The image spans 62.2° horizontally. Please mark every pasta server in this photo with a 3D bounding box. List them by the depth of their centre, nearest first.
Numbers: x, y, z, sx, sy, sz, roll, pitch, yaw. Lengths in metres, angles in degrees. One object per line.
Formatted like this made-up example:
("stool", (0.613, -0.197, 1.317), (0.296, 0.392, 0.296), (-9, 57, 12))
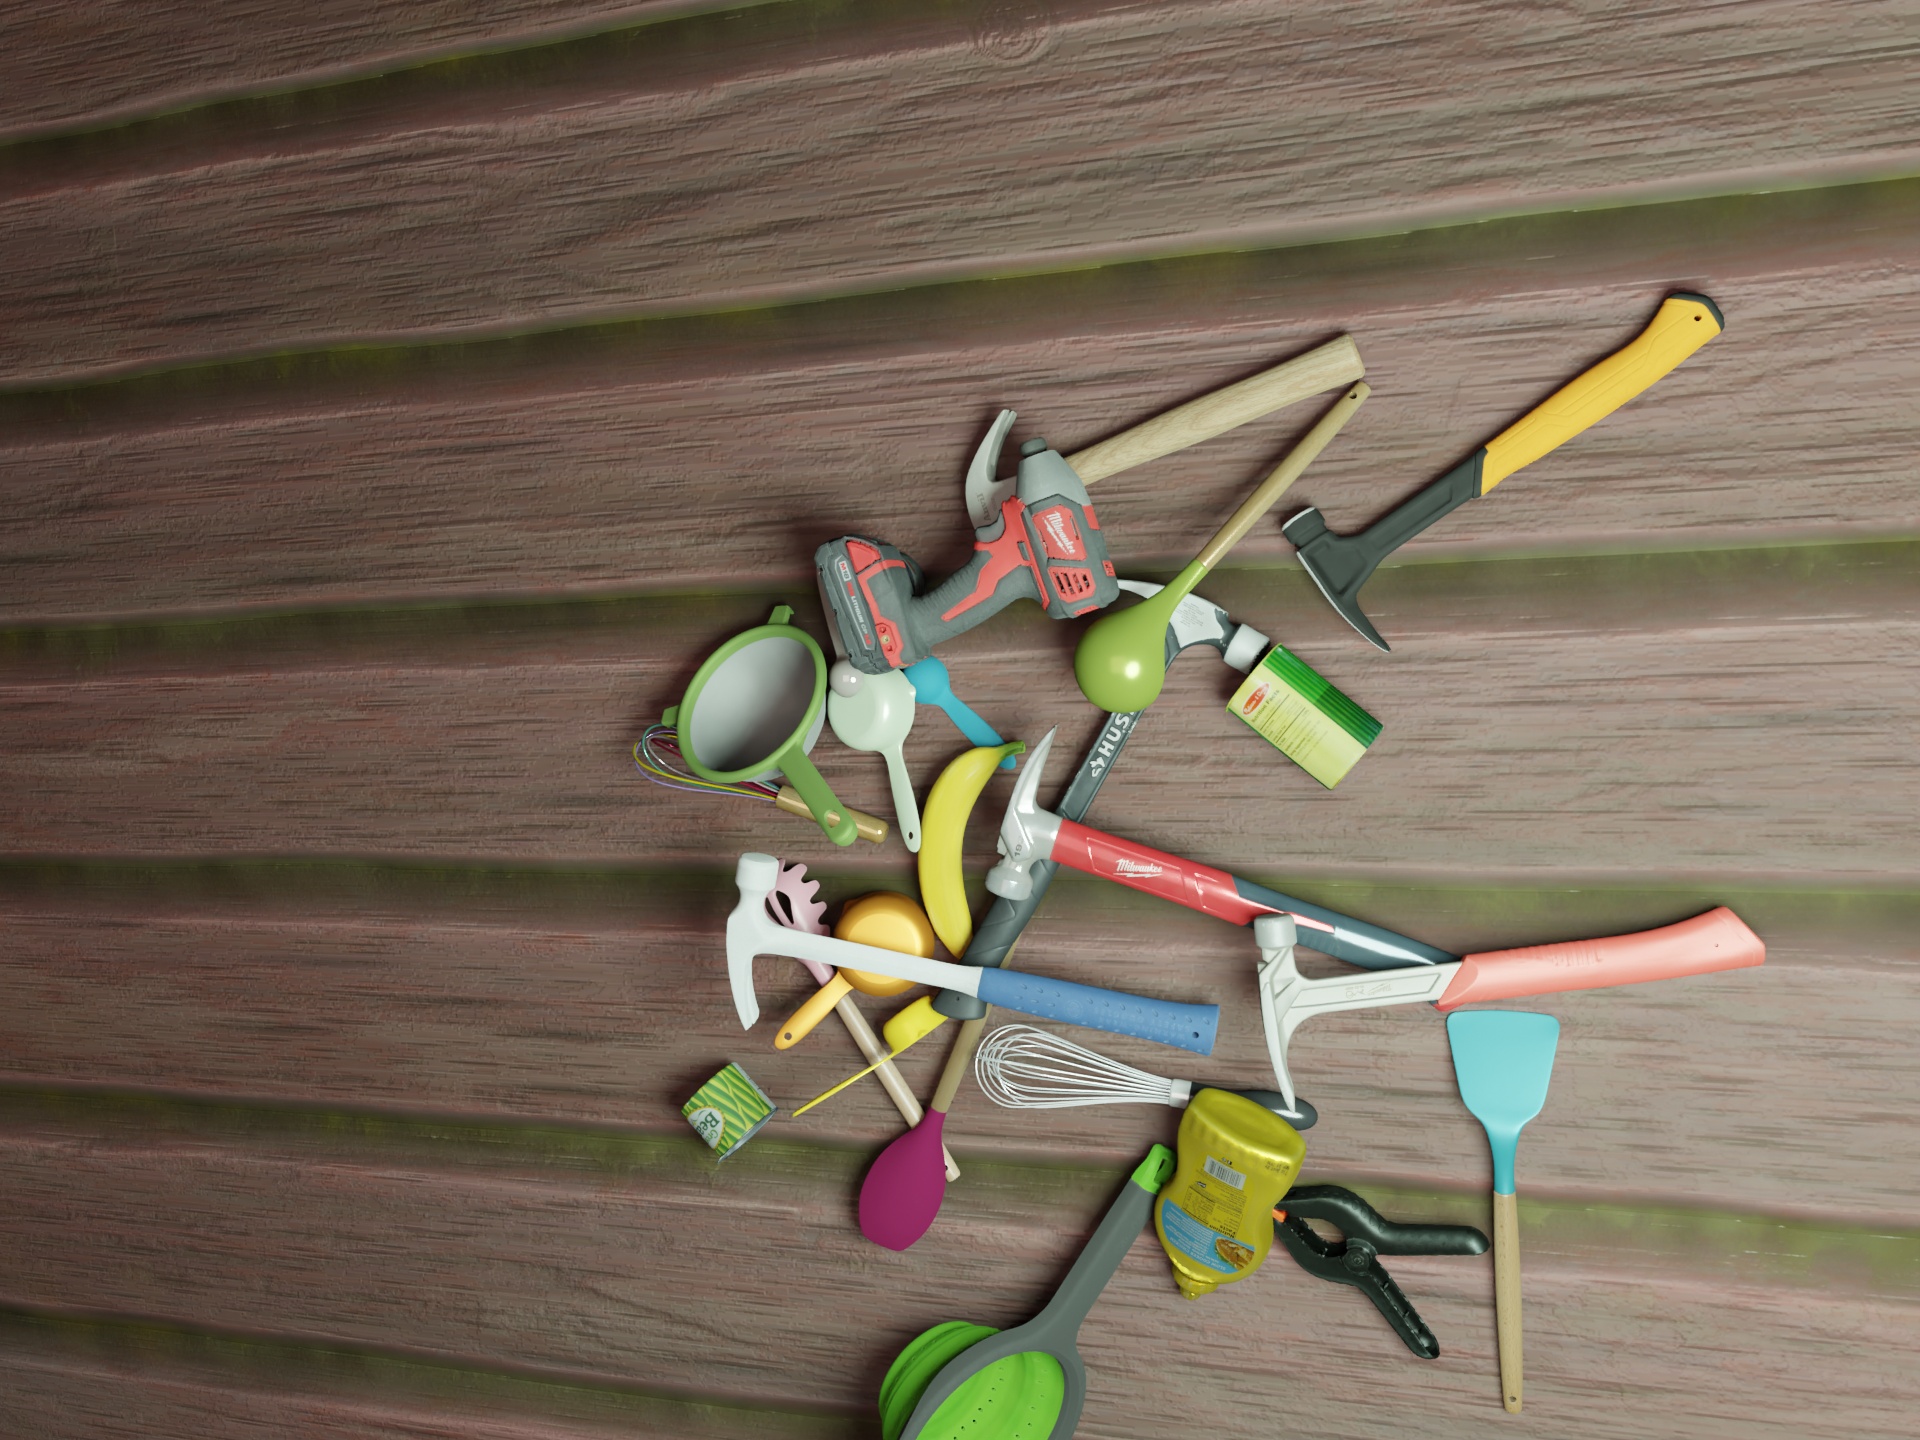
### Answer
("pasta server", (-0.088, 0.264, 1.395), (0.060, 0.040, 0.316), (-33, 88, 18))

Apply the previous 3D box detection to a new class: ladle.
("ladle", (0.206, -0.135, 1.231), (0.320, 0.062, 0.078), (-47, 66, 0))

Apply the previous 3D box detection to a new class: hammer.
("hammer", (0.411, -0.192, 1.180), (0.337, 0.034, 0.127), (-37, 82, 18))
("hammer", (0.404, 0.198, 1.180), (0.359, 0.036, 0.149), (-8, 91, 8))
("hammer", (0.221, 0.126, 1.240), (0.386, 0.038, 0.143), (18, 99, 7))
("hammer", (0.156, -0.228, 1.264), (0.331, 0.031, 0.130), (-21, 89, 19))
("hammer", (0.004, 0.216, 1.293), (0.405, 0.035, 0.144), (11, 100, 7))
("hammer", (0.085, 0.072, 1.301), (0.149, 0.036, 0.409), (32, 100, 15))

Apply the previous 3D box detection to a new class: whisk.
("whisk", (0.149, 0.301, 1.305), (0.284, 0.070, 0.070), (8, 97, 13))
("whisk", (-0.176, 0.056, 1.399), (0.245, 0.047, 0.051), (19, 100, 12))

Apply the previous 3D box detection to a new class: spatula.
("spatula", (0.425, 0.385, 1.234), (0.082, 0.044, 0.317), (-2, 99, 18))

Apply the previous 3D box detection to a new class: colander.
("colander", (0.044, 0.508, 1.334), (0.095, 0.204, 0.397), (32, 88, 48))

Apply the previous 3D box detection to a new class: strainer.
("strainer", (-0.138, 0.027, 1.329), (0.151, 0.069, 0.257), (-43, 50, 3))

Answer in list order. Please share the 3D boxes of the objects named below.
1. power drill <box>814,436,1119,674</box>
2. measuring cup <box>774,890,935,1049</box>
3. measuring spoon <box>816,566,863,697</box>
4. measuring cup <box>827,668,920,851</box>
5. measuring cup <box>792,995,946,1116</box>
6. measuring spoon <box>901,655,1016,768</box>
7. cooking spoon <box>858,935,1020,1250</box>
("power drill", (0.005, -0.128, 1.268), (0.219, 0.078, 0.143), (-18, 90, 15))
("measuring cup", (-0.096, 0.220, 1.350), (0.173, 0.052, 0.095), (-44, 89, -2))
("measuring spoon", (-0.108, -0.079, 1.335), (0.034, 0.018, 0.124), (-22, 75, 38))
("measuring cup", (-0.068, 0.031, 1.337), (0.083, 0.038, 0.168), (-25, 74, 36))
("measuring cup", (-0.081, 0.284, 1.352), (0.156, 0.062, 0.029), (-31, 80, -8))
("measuring spoon", (-0.002, -0.004, 1.341), (0.129, 0.021, 0.042), (44, 106, 10))
("cooking spoon", (-0.010, 0.309, 1.360), (0.069, 0.017, 0.319), (23, 96, 4))
